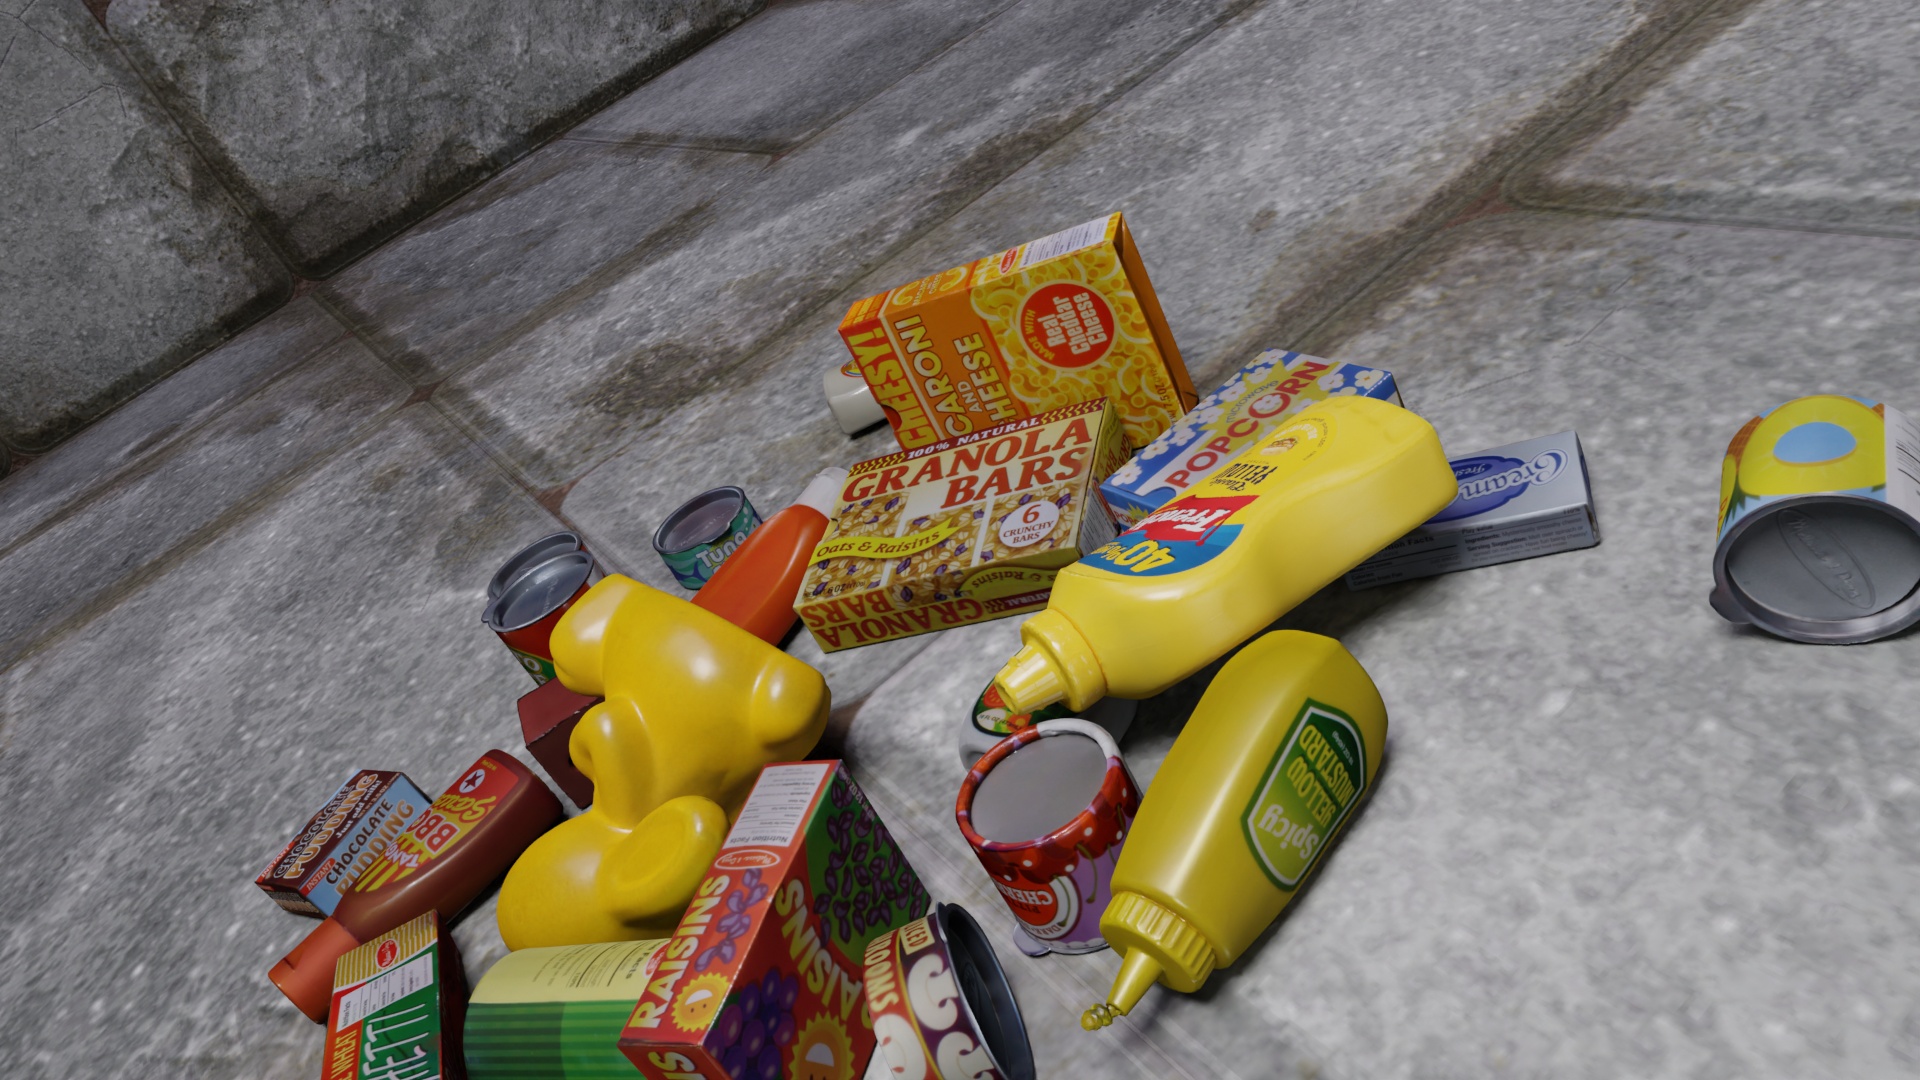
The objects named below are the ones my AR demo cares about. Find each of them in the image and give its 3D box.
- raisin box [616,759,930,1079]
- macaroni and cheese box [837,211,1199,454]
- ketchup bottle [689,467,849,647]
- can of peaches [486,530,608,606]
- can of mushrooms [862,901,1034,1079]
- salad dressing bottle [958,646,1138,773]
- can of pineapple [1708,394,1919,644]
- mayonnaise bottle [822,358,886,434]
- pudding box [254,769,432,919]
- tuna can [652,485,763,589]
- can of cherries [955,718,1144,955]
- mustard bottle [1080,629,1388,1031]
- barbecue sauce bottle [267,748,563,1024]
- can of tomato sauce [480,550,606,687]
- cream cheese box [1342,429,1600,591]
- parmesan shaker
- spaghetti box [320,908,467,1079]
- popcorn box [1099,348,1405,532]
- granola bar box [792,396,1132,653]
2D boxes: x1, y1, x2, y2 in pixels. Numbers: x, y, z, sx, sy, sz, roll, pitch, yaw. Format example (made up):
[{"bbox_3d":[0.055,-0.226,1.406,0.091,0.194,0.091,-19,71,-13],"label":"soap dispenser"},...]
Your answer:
[{"bbox_3d":[-0.063,0.154,0.508,0.040,0.085,0.124,-9,35,28],"label":"raisin box"},{"bbox_3d":[0.032,-0.098,0.776,0.166,0.123,0.040,-14,32,25],"label":"macaroni and cheese box"},{"bbox_3d":[-0.105,0.016,0.796,0.064,0.043,0.149,-1,40,39],"label":"ketchup bottle"},{"bbox_3d":[-0.254,0.038,0.873,0.071,0.058,0.071,-21,31,13],"label":"can of peaches"},{"bbox_3d":[-0.005,0.158,0.469,0.033,0.070,0.071,-26,30,8],"label":"can of mushrooms"},{"bbox_3d":[0.059,0.051,0.606,0.064,0.043,0.148,9,46,44],"label":"salad dressing bottle"},{"bbox_3d":[0.295,-0.007,0.477,0.071,0.070,0.058,-5,37,35],"label":"can of pineapple"},{"bbox_3d":[-0.020,-0.125,0.943,0.148,0.041,0.065,-26,28,6],"label":"mayonnaise bottle"},{"bbox_3d":[-0.344,0.168,0.776,0.049,0.030,0.084,-4,37,37],"label":"pudding box"},{"bbox_3d":[-0.156,-0.001,0.876,0.071,0.032,0.071,-21,31,13],"label":"tuna can"},{"bbox_3d":[0.037,0.111,0.518,0.071,0.058,0.072,-21,30,13],"label":"can of cherries"},{"bbox_3d":[0.091,0.105,0.482,0.049,0.065,0.161,0,45,53],"label":"mustard bottle"},{"bbox_3d":[-0.272,0.172,0.697,0.065,0.043,0.149,9,47,48],"label":"barbecue sauce bottle"},{"bbox_3d":[-0.216,0.059,0.784,0.071,0.082,0.071,-21,31,13],"label":"can of tomato sauce"},{"bbox_3d":[0.214,-0.012,0.593,0.103,0.024,0.054,-13,35,25],"label":"cream cheese box"},{"bbox_3d":[-0.129,0.188,0.535,0.103,0.071,0.072,-12,34,28],"label":"parmesan shaker"},{"bbox_3d":[-0.224,0.207,0.548,0.050,0.028,0.250,-26,13,-18],"label":"spaghetti box"},{"bbox_3d":[0.144,-0.041,0.681,0.127,0.038,0.085,-39,32,-17],"label":"popcorn box"},{"bbox_3d":[0.003,-0.009,0.744,0.165,0.039,0.125,-13,36,25],"label":"granola bar box"}]
